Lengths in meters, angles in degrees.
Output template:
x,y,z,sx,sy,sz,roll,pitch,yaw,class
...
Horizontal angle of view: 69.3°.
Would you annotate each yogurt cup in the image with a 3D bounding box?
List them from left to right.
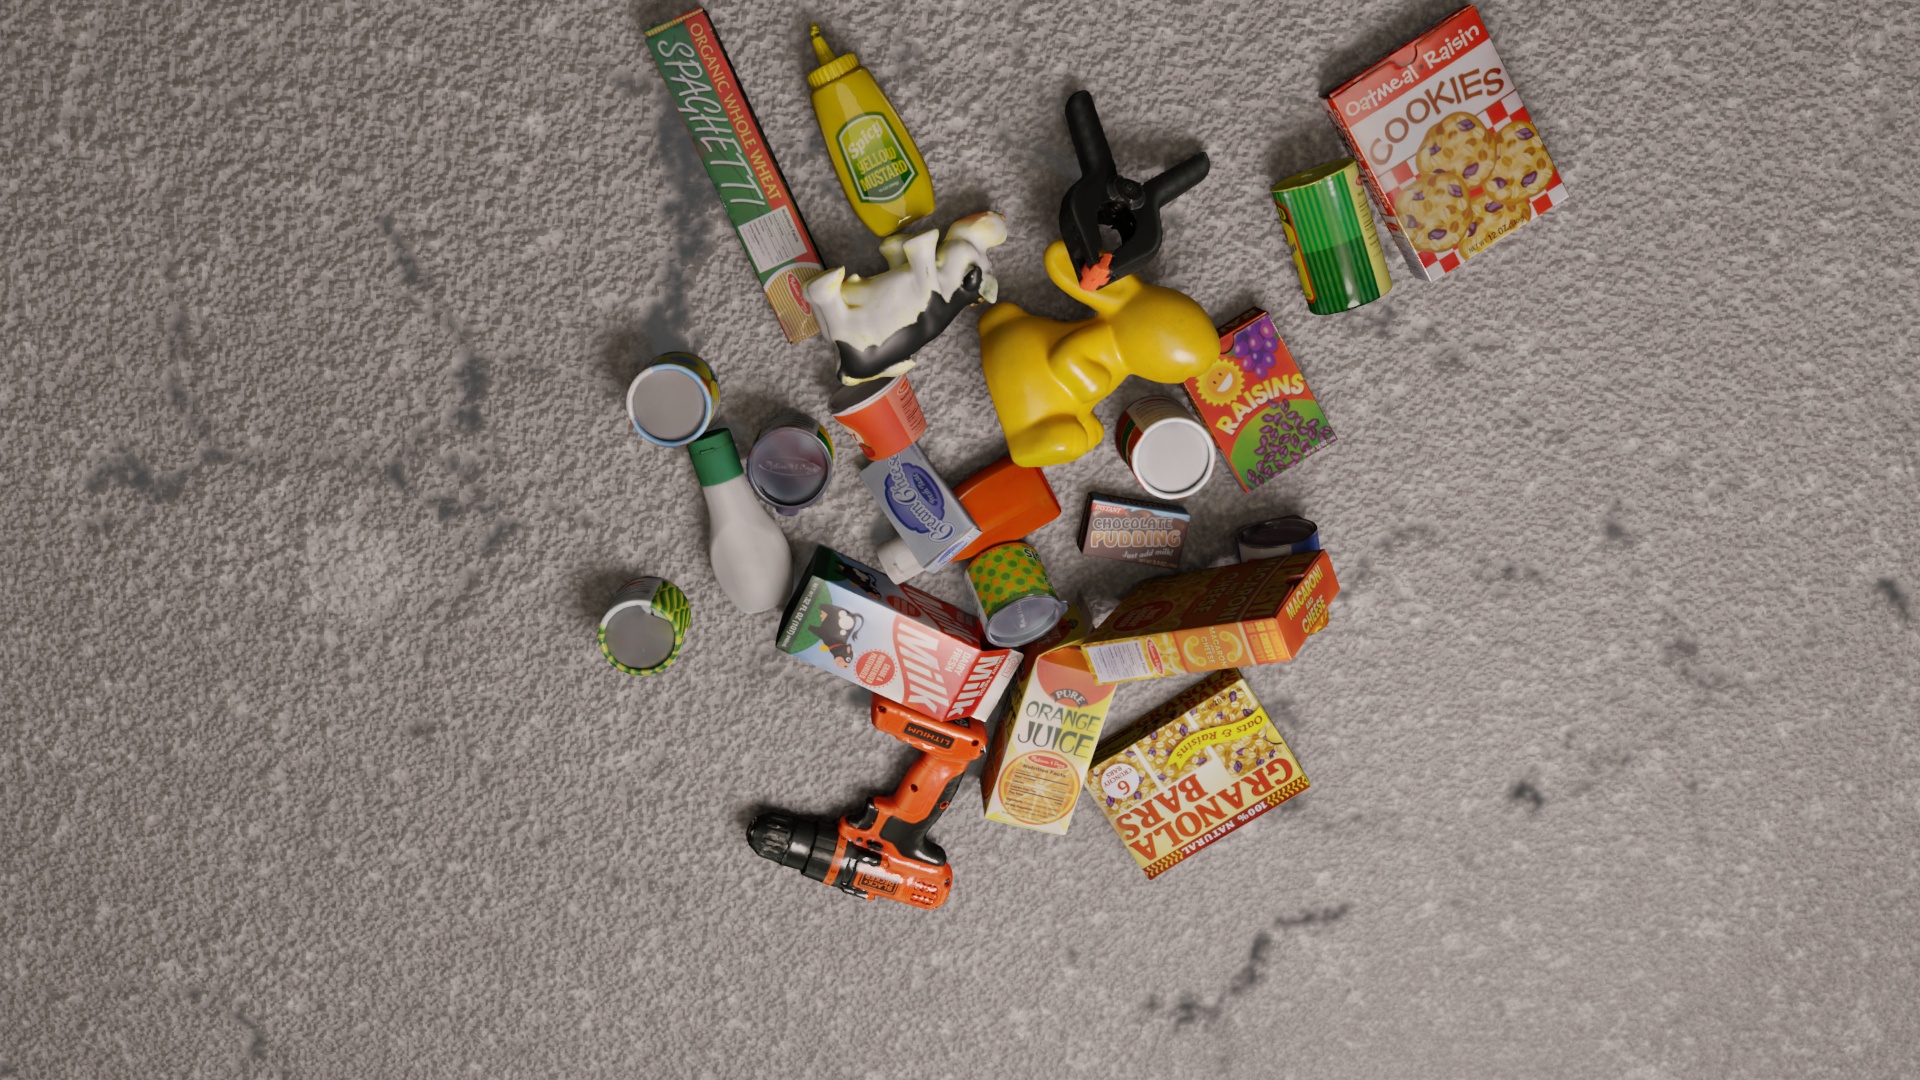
x,y,z,sx,sy,sz,roll,pitch,yaw,class
-0.062,-0.099,1.088,0.072,0.072,0.053,-29,114,6,yogurt cup

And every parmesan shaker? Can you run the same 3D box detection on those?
x,y,z,sx,sy,sz,roll,pitch,yaw,class
0.284,-0.231,1.064,0.071,0.071,0.102,-21,107,3,parmesan shaker

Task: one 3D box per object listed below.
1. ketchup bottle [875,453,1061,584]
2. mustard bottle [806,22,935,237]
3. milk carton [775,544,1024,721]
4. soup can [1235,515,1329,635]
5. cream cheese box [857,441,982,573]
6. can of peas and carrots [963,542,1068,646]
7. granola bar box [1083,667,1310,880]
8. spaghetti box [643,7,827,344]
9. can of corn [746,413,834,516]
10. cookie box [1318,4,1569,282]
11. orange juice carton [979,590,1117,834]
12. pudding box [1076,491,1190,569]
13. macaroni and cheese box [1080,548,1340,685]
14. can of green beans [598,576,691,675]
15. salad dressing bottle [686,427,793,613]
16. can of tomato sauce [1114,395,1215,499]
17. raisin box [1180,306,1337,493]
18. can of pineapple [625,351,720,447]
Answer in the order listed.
x,y,z,sx,sy,sz,roll,pitch,yaw,class
0.004,-0.014,1.126,0.149,0.044,0.064,-28,113,5,ketchup bottle
-0.076,-0.307,1.033,0.065,0.049,0.160,-27,106,2,mustard bottle
-0.048,0.083,1.136,0.190,0.074,0.072,26,106,-10,milk carton
0.267,0.030,1.144,0.071,0.071,0.083,-12,108,1,soup can
-0.032,-0.030,1.100,0.053,0.024,0.104,-39,66,9,cream cheese box
0.044,0.042,1.124,0.071,0.059,0.070,-15,144,-11,can of peas and carrots
0.200,0.201,1.203,0.165,0.039,0.124,-32,106,7,granola bar box
-0.159,-0.272,1.049,0.050,0.029,0.249,-23,106,4,spaghetti box
-0.133,-0.061,1.097,0.071,0.058,0.071,-1,107,-3,can of corn
0.370,-0.302,1.064,0.123,0.040,0.167,-32,105,6,cookie box
0.078,0.141,1.161,0.073,0.072,0.192,14,105,-7,orange juice carton
0.142,-0.009,1.143,0.084,0.030,0.049,10,105,-6,pudding box
0.194,0.059,1.078,0.166,0.124,0.040,-13,106,37,macaroni and cheese box
-0.256,0.070,1.129,0.071,0.058,0.071,-1,107,-3,can of green beans
-0.179,-0.016,1.116,0.064,0.044,0.147,-16,105,4,salad dressing bottle
0.161,-0.072,1.097,0.071,0.083,0.071,-1,107,-3,can of tomato sauce
0.233,-0.113,1.113,0.086,0.040,0.123,-31,105,7,raisin box
-0.221,-0.109,1.078,0.071,0.058,0.070,-1,107,-3,can of pineapple
